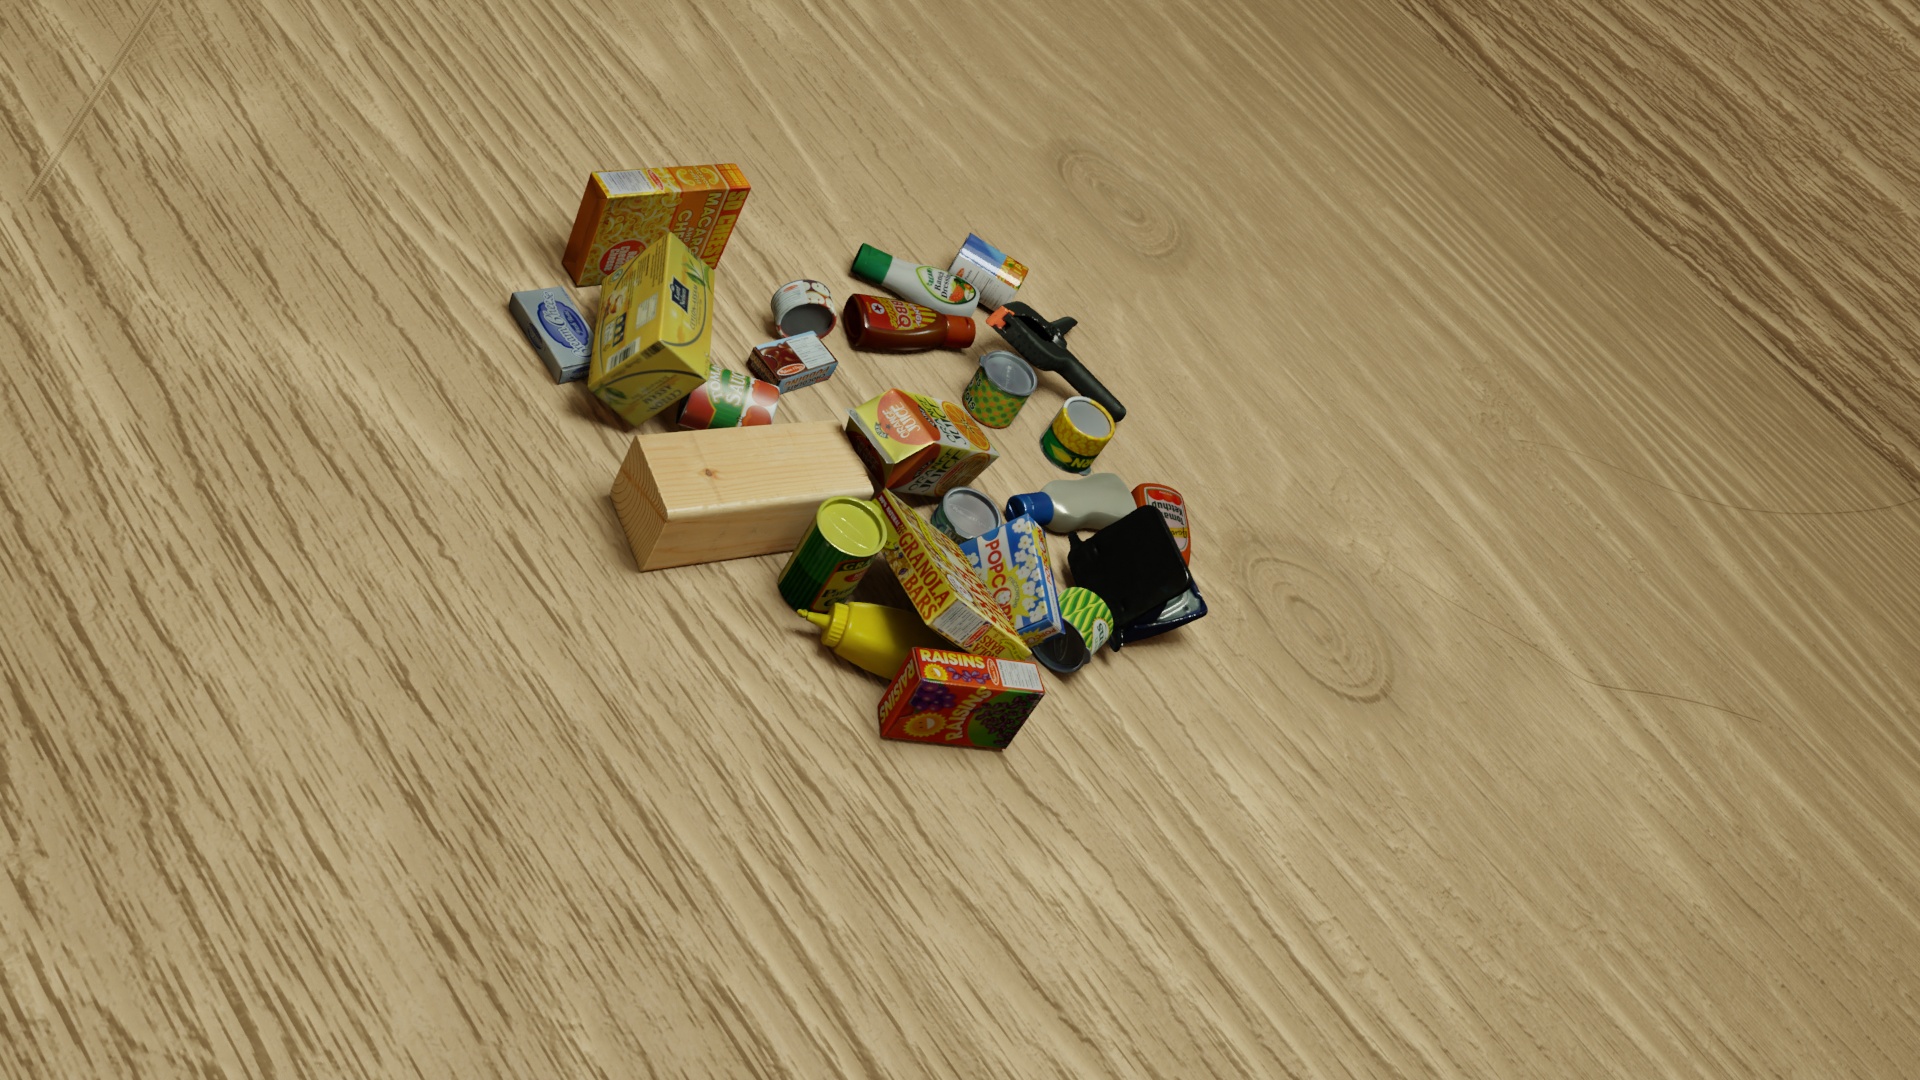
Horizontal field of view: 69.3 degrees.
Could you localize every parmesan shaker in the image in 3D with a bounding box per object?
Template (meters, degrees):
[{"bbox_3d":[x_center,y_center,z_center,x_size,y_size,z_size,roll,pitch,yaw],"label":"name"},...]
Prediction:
[{"bbox_3d":[-0.115,0.015,1.254,0.071,0.102,0.072,17,47,-19],"label":"parmesan shaker"}]

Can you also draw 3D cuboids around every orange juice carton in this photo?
[{"bbox_3d":[-0.044,-0.094,1.359,0.072,0.073,0.193,53,20,18],"label":"orange juice carton"}]

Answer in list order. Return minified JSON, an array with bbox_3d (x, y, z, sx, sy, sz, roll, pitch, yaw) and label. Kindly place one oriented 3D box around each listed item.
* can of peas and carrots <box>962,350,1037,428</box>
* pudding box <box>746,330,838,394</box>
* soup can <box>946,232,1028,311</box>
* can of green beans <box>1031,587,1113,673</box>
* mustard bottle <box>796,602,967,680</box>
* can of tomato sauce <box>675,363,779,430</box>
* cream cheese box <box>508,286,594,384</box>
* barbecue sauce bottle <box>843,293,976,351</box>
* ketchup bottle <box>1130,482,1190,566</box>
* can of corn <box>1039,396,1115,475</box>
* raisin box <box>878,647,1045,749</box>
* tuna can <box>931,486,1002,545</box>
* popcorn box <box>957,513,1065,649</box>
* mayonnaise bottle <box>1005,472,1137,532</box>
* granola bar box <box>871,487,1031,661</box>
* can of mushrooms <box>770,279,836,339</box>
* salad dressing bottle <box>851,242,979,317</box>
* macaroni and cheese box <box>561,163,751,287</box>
[{"bbox_3d":[0.041,-0.168,1.540,0.071,0.058,0.071,17,46,-18],"label":"can of peas and carrots"},{"bbox_3d":[-0.175,-0.185,1.444,0.084,0.030,0.050,-25,70,-42],"label":"pudding box"},{"bbox_3d":[0.031,-0.320,1.660,0.084,0.071,0.072,30,44,-7],"label":"soup can"},{"bbox_3d":[0.107,0.087,1.354,0.071,0.071,0.058,43,43,8],"label":"can of green beans"},{"bbox_3d":[-0.073,0.089,1.255,0.160,0.048,0.066,20,42,-15],"label":"mustard bottle"},{"bbox_3d":[-0.224,-0.132,1.339,0.083,0.070,0.071,18,46,-18],"label":"can of tomato sauce"},{"bbox_3d":[-0.384,-0.199,1.332,0.053,0.024,0.104,-19,65,-40],"label":"cream cheese box"},{"bbox_3d":[-0.055,-0.240,1.555,0.149,0.043,0.065,2,52,-31],"label":"barbecue sauce bottle"},{"bbox_3d":[0.222,0.007,1.510,0.065,0.043,0.149,14,48,-22],"label":"ketchup bottle"},{"bbox_3d":[0.133,-0.117,1.552,0.071,0.058,0.071,17,46,-18],"label":"can of corn"},{"bbox_3d":[0.000,0.141,1.227,0.123,0.085,0.040,10,43,-25],"label":"raisin box"},{"bbox_3d":[0.005,-0.018,1.406,0.071,0.032,0.071,17,46,-18],"label":"tuna can"},{"bbox_3d":[0.046,0.048,1.335,0.038,0.085,0.127,43,30,-46],"label":"popcorn box"},{"bbox_3d":[0.117,-0.038,1.488,0.148,0.041,0.065,-7,56,-34],"label":"mayonnaise bottle"},{"bbox_3d":[-0.016,0.039,1.269,0.124,0.039,0.166,38,12,-44],"label":"granola bar box"},{"bbox_3d":[-0.164,-0.241,1.475,0.071,0.070,0.033,4,52,-29],"label":"can of mushrooms"},{"bbox_3d":[-0.053,-0.297,1.606,0.148,0.043,0.064,22,50,-13],"label":"salad dressing bottle"},{"bbox_3d":[-0.309,-0.323,1.414,0.167,0.123,0.040,-18,65,-41],"label":"macaroni and cheese box"}]
